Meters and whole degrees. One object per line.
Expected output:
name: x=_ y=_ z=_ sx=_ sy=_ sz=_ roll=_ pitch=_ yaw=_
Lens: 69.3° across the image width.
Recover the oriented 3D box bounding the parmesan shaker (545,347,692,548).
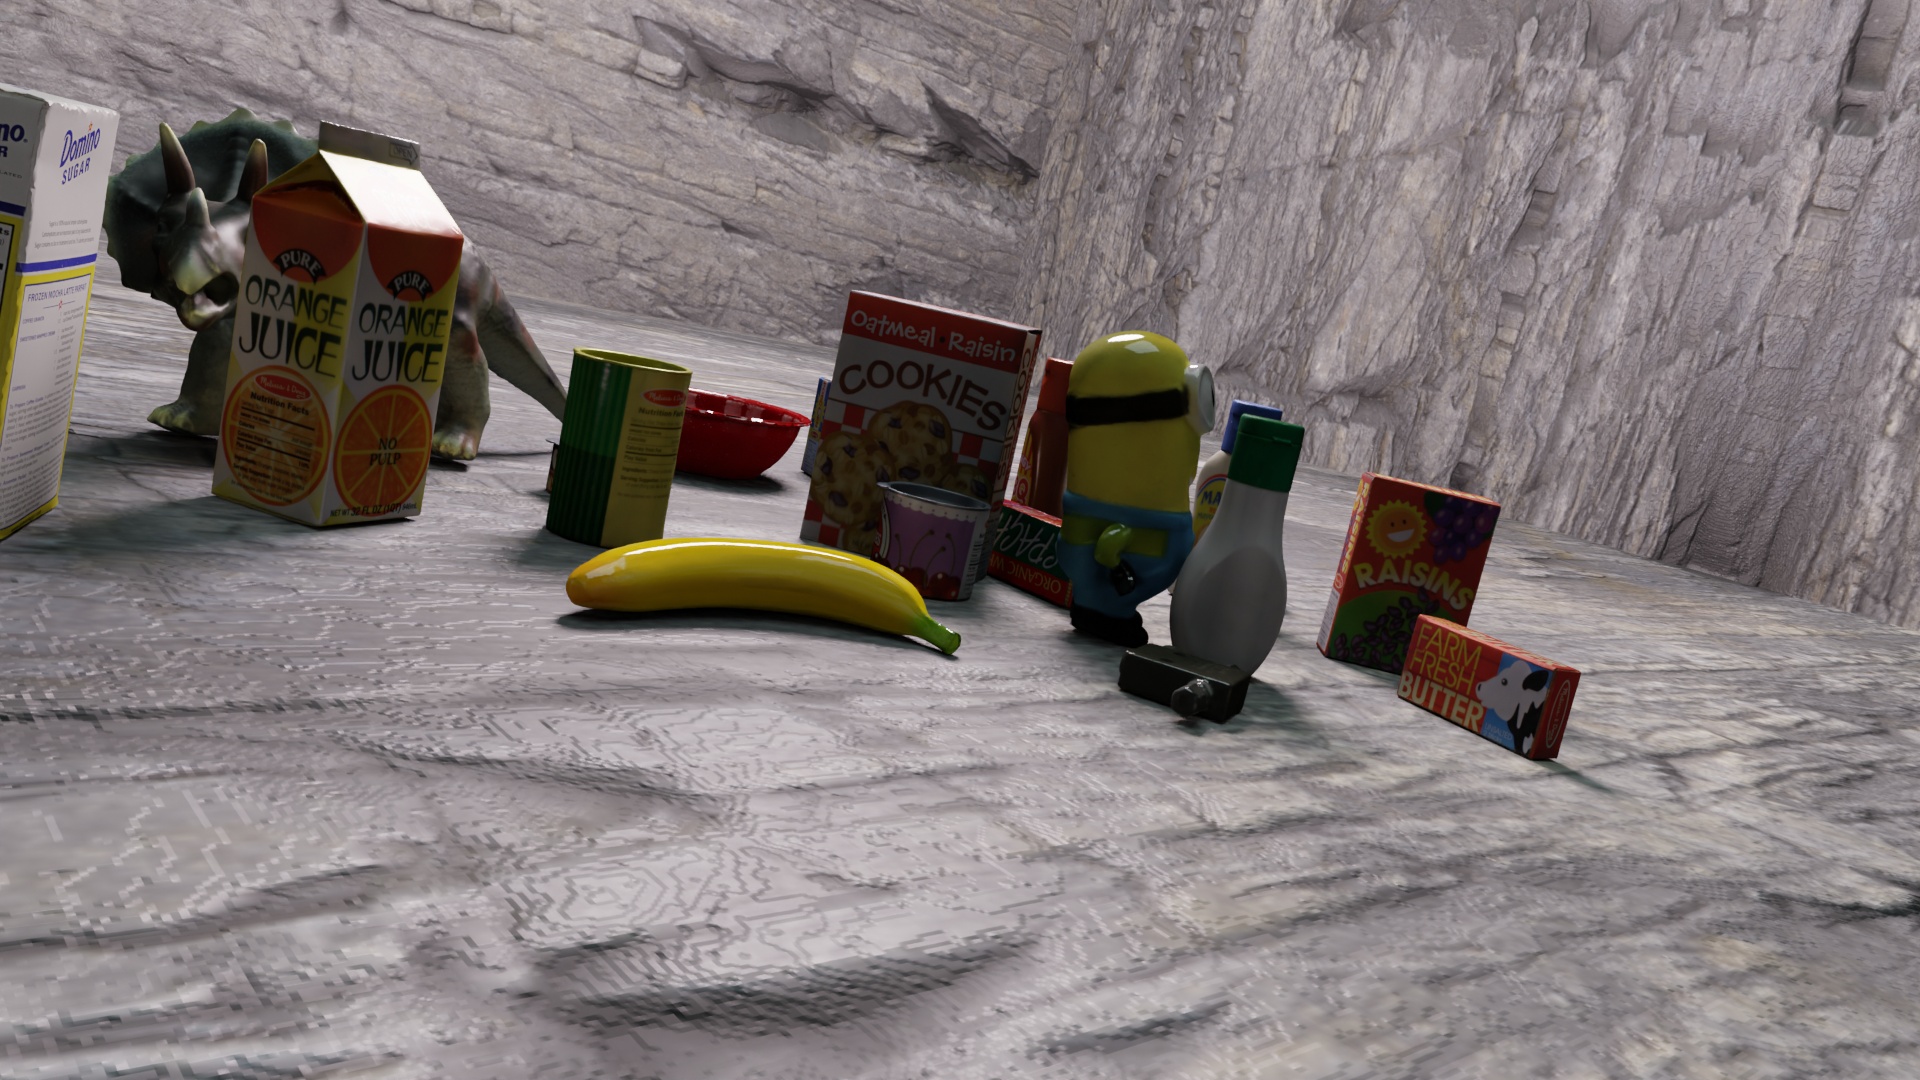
parmesan shaker: x=-0.196 y=-0.052 z=0.784 sx=0.071 sy=0.103 sz=0.071 roll=12 pitch=9 yaw=-2

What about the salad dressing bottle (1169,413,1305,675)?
salad dressing bottle: x=0.160 y=0.003 z=0.788 sx=0.064 sy=0.147 sz=0.044 roll=11 pitch=9 yaw=-11

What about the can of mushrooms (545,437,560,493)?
can of mushrooms: x=-0.234 y=-0.044 z=0.895 sx=0.071 sy=0.033 sz=0.071 roll=12 pitch=10 yaw=-2

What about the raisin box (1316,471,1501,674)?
raisin box: x=0.293 y=0.024 z=0.912 sx=0.086 sy=0.123 sz=0.040 roll=13 pitch=9 yaw=5

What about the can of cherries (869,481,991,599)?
can of cherries: x=-0.022 y=-0.001 z=0.843 sx=0.071 sy=0.058 sz=0.071 roll=12 pitch=9 yaw=-2

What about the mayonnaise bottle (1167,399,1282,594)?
mayonnaise bottle: x=0.194 y=-0.025 z=0.993 sx=0.065 sy=0.147 sz=0.041 roll=20 pitch=12 yaw=39

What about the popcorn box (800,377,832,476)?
popcorn box: x=-0.069 y=-0.090 z=1.216 sx=0.127 sy=0.085 sz=0.038 roll=7 pitch=11 yaw=-30

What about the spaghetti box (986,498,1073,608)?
spaghetti box: x=0.003 y=-0.012 z=0.966 sx=0.029 sy=0.050 sz=0.250 roll=4 pitch=13 yaw=-42

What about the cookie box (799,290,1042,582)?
cookie box: x=-0.027 y=-0.069 z=0.905 sx=0.123 sy=0.167 sz=0.040 roll=15 pitch=9 yaw=14

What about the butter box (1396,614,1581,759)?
butter box: x=0.300 y=0.082 z=0.796 sx=0.024 sy=0.053 sz=0.103 roll=7 pitch=11 yaw=-29

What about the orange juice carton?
orange juice carton: x=-0.309 y=-0.109 z=0.698 sx=0.073 sy=0.192 sz=0.072 roll=15 pitch=9 yaw=17

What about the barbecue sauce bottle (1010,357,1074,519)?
barbecue sauce bottle: x=0.065 y=-0.056 z=1.007 sx=0.044 sy=0.148 sz=0.065 roll=11 pitch=9 yaw=-12
